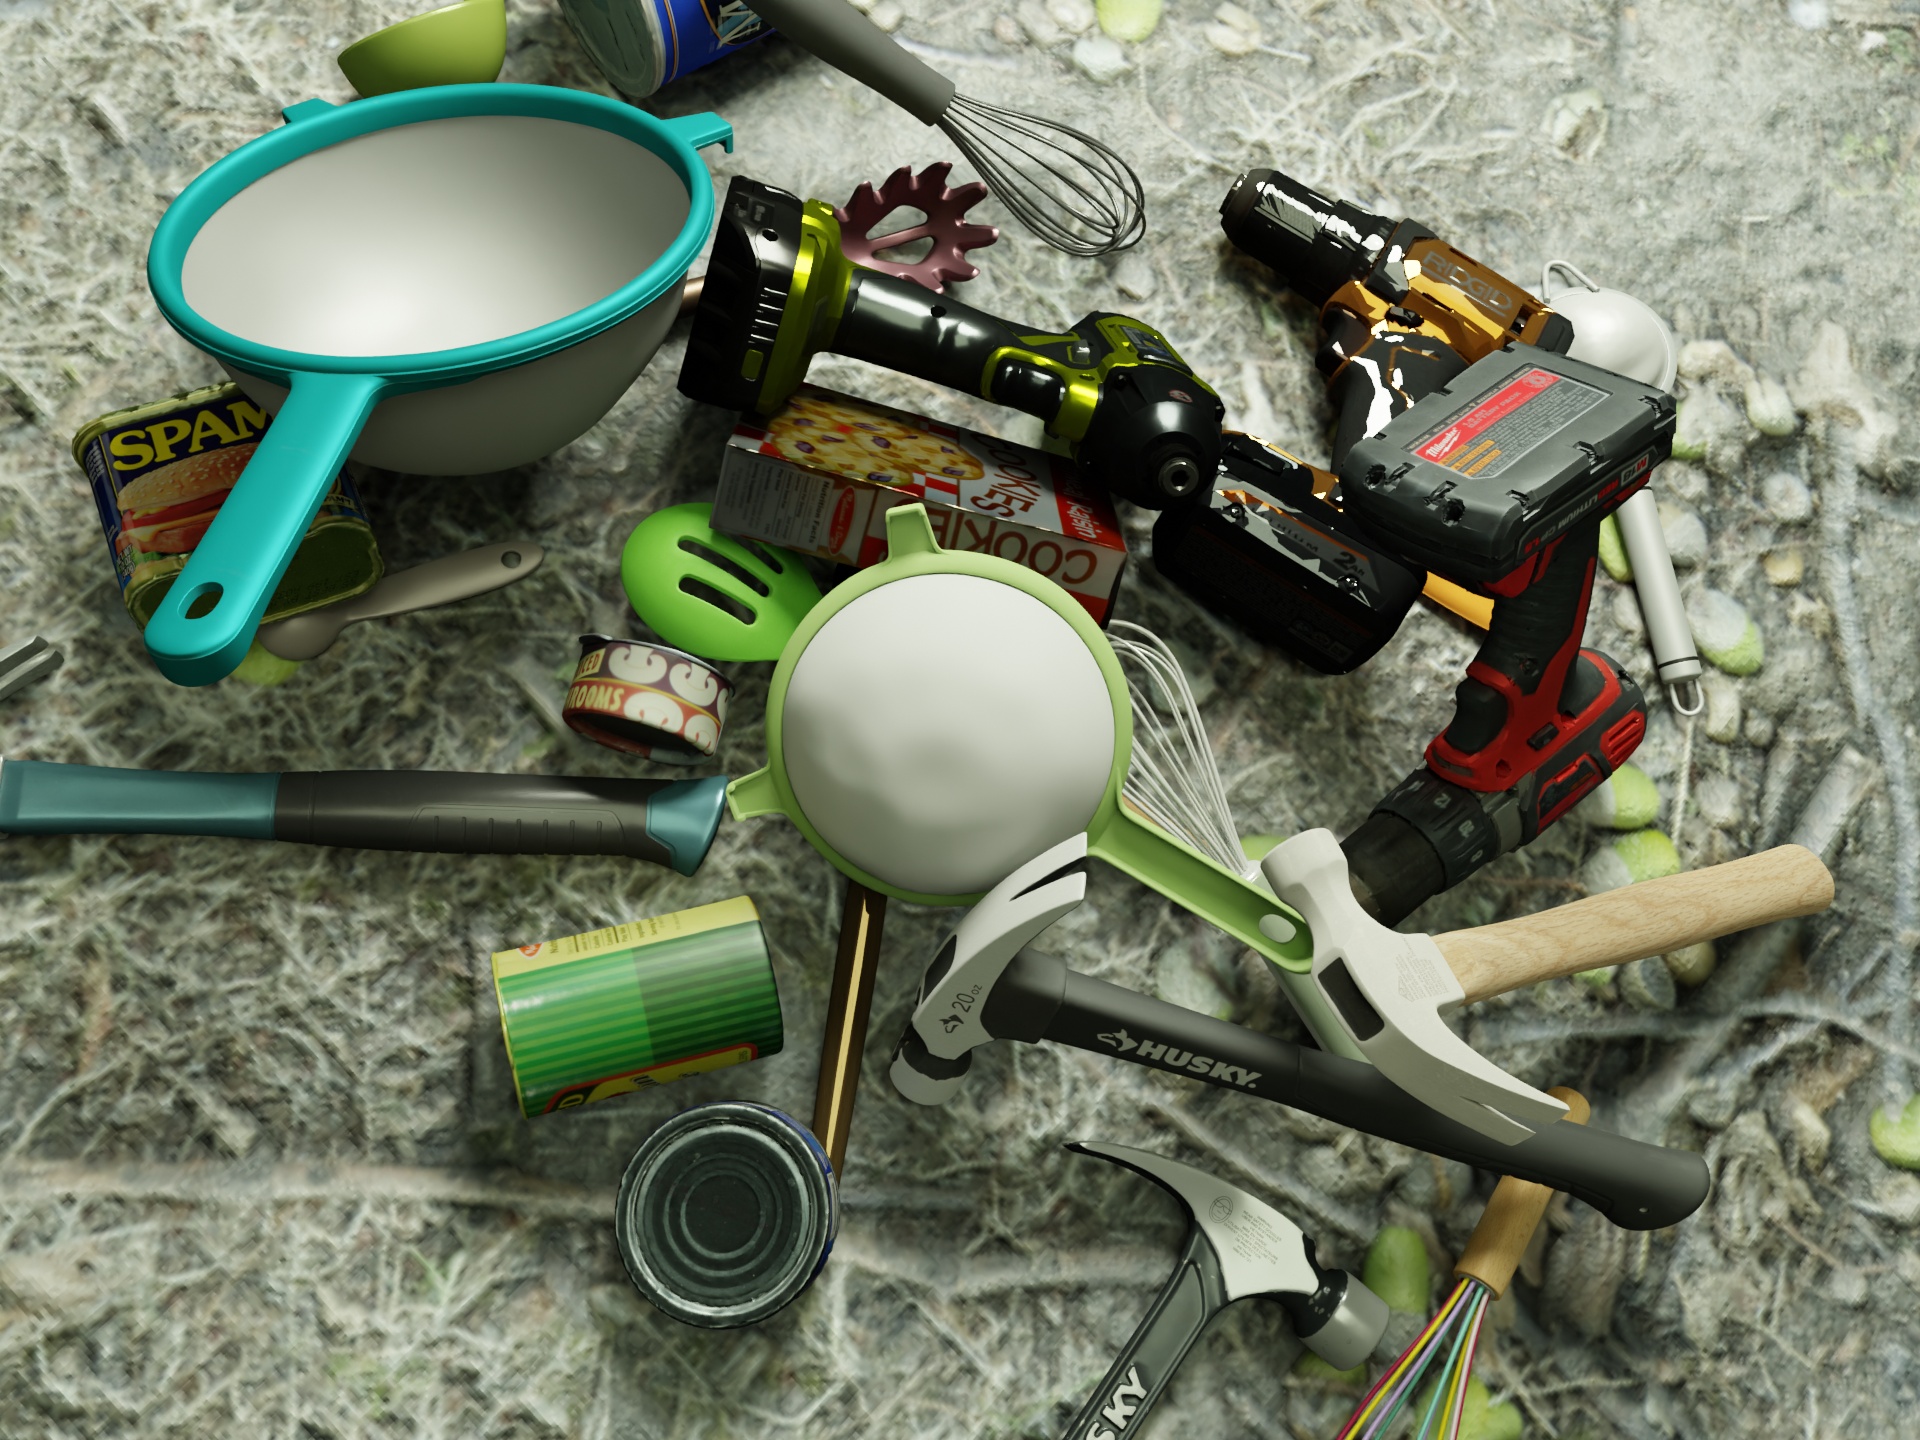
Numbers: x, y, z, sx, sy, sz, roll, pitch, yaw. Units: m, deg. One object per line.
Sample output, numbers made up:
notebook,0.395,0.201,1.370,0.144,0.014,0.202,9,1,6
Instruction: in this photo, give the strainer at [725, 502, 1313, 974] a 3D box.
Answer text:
strainer,0.039,0.040,0.627,0.256,0.069,0.151,31,105,-5

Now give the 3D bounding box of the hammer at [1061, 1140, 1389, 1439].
hammer,-0.001,0.346,0.607,0.149,0.036,0.409,40,71,3

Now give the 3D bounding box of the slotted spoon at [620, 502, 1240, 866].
slotted spoon,-0.001,-0.002,0.686,0.313,0.031,0.070,30,65,-14

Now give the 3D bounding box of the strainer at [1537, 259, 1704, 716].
strainer,0.342,-0.128,0.812,0.087,0.050,0.258,-11,79,2

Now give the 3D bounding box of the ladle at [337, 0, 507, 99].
ladle,-0.225,-0.422,0.773,0.062,0.078,0.320,34,58,-47

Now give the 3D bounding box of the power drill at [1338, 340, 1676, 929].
power drill,0.217,-0.022,0.675,0.188,0.226,0.080,-34,44,-18

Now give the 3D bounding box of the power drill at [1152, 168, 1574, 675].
power drill,0.174,-0.157,0.766,0.185,0.084,0.226,32,67,2

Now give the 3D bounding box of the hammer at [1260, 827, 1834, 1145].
hammer,0.276,0.091,0.676,0.331,0.031,0.130,-5,57,-35

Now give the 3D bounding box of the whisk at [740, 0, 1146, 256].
whisk,-0.009,-0.290,0.745,0.238,0.055,0.055,26,70,-24

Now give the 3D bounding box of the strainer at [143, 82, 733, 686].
strainer,-0.206,-0.117,0.595,0.211,0.095,0.341,4,48,5

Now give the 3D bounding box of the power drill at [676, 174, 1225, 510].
power drill,0.000,-0.153,0.677,0.223,0.171,0.080,14,114,-12

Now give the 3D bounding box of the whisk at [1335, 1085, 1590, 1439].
whisk,0.210,0.260,0.672,0.047,0.051,0.245,31,64,16

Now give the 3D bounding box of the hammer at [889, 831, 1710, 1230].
hammer,0.149,0.144,0.644,0.334,0.146,0.035,18,40,-8

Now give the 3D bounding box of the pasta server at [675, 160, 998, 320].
pasta server,-0.134,-0.193,0.733,0.316,0.040,0.060,-20,107,-15

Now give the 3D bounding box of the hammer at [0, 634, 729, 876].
hammer,-0.261,0.037,0.644,0.331,0.033,0.128,3,75,-11

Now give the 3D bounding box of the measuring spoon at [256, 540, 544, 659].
measuring spoon,-0.240,-0.058,0.683,0.124,0.018,0.034,-19,78,-16

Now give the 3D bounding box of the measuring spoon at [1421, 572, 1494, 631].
measuring spoon,0.259,-0.052,0.789,0.117,0.011,0.021,32,71,3

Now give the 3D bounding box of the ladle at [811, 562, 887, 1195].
ladle,-0.039,0.055,0.689,0.069,0.031,0.315,10,74,-9

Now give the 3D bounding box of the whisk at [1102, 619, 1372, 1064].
whisk,0.116,0.062,0.689,0.059,0.058,0.246,-33,97,8
